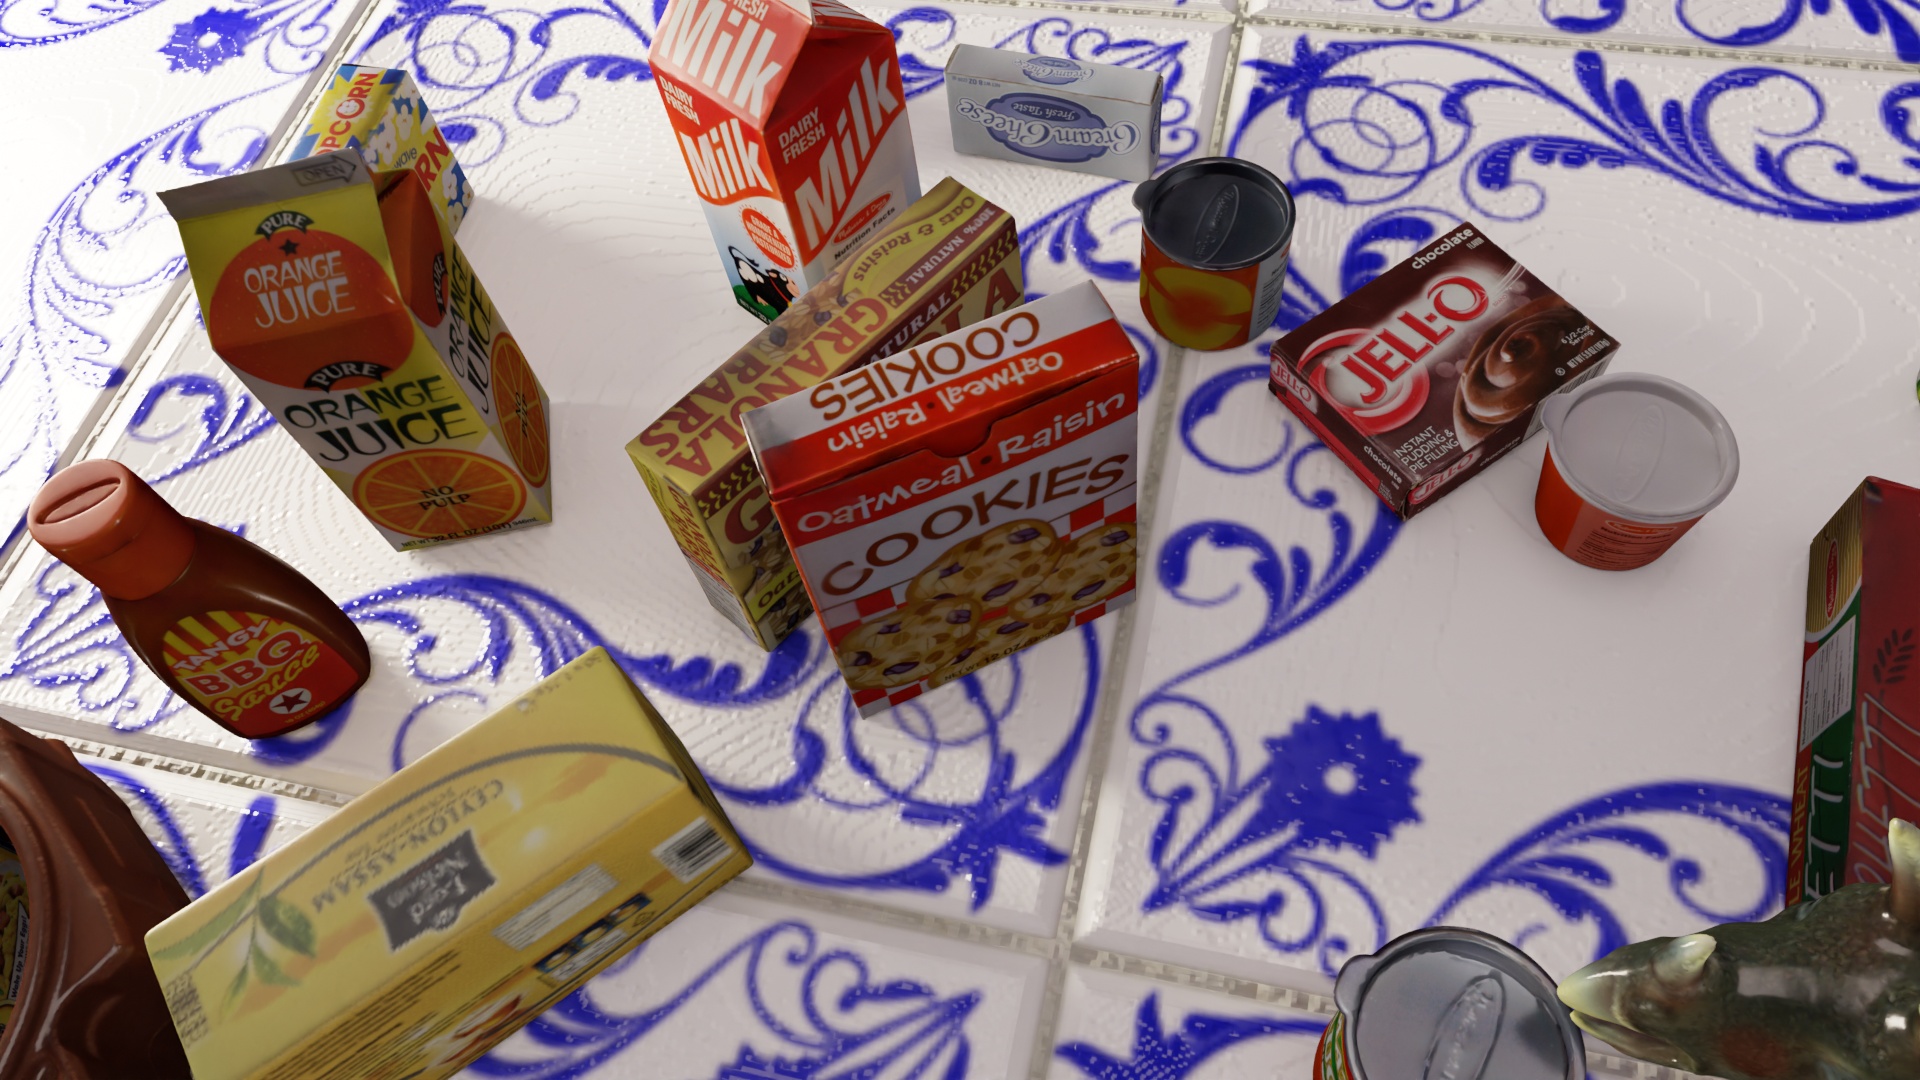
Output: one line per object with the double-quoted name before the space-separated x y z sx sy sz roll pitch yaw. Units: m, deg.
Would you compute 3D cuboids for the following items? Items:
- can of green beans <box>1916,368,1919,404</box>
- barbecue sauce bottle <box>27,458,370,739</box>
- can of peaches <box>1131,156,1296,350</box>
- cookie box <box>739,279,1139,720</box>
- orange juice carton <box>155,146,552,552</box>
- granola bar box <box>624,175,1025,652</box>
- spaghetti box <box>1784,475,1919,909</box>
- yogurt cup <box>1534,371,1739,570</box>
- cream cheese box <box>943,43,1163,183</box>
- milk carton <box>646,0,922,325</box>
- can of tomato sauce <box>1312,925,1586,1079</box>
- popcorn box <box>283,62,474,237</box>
"can of green beans" 0.430 -0.071 0.553 0.071 0.057 0.071 -3 59 5
"barbecue sauce bottle" -0.284 0.024 0.522 0.065 0.148 0.044 -29 61 -10
"can of peaches" 0.111 -0.128 0.622 0.071 0.057 0.071 -3 59 5
"cookie box" 0.002 -0.006 0.498 0.123 0.166 0.040 -23 60 -7
"orange juice carton" -0.229 -0.077 0.551 0.072 0.191 0.073 -11 59 0
"granola bar box" -0.041 -0.047 0.552 0.039 0.123 0.166 37 70 24
"spaghetti box" 0.306 0.094 0.473 0.029 0.050 0.251 15 62 14
"yogurt cup" 0.261 -0.024 0.546 0.072 0.053 0.073 -3 59 5
"cream cheese box" 0.046 -0.209 0.680 0.104 0.053 0.024 13 62 14
"milk carton" -0.069 -0.167 0.588 0.072 0.189 0.074 38 70 24
"can of tomato sauce" 0.145 0.163 0.430 0.071 0.082 0.071 -3 59 5
"popcorn box" -0.286 -0.152 0.664 0.038 0.085 0.127 6 60 10
